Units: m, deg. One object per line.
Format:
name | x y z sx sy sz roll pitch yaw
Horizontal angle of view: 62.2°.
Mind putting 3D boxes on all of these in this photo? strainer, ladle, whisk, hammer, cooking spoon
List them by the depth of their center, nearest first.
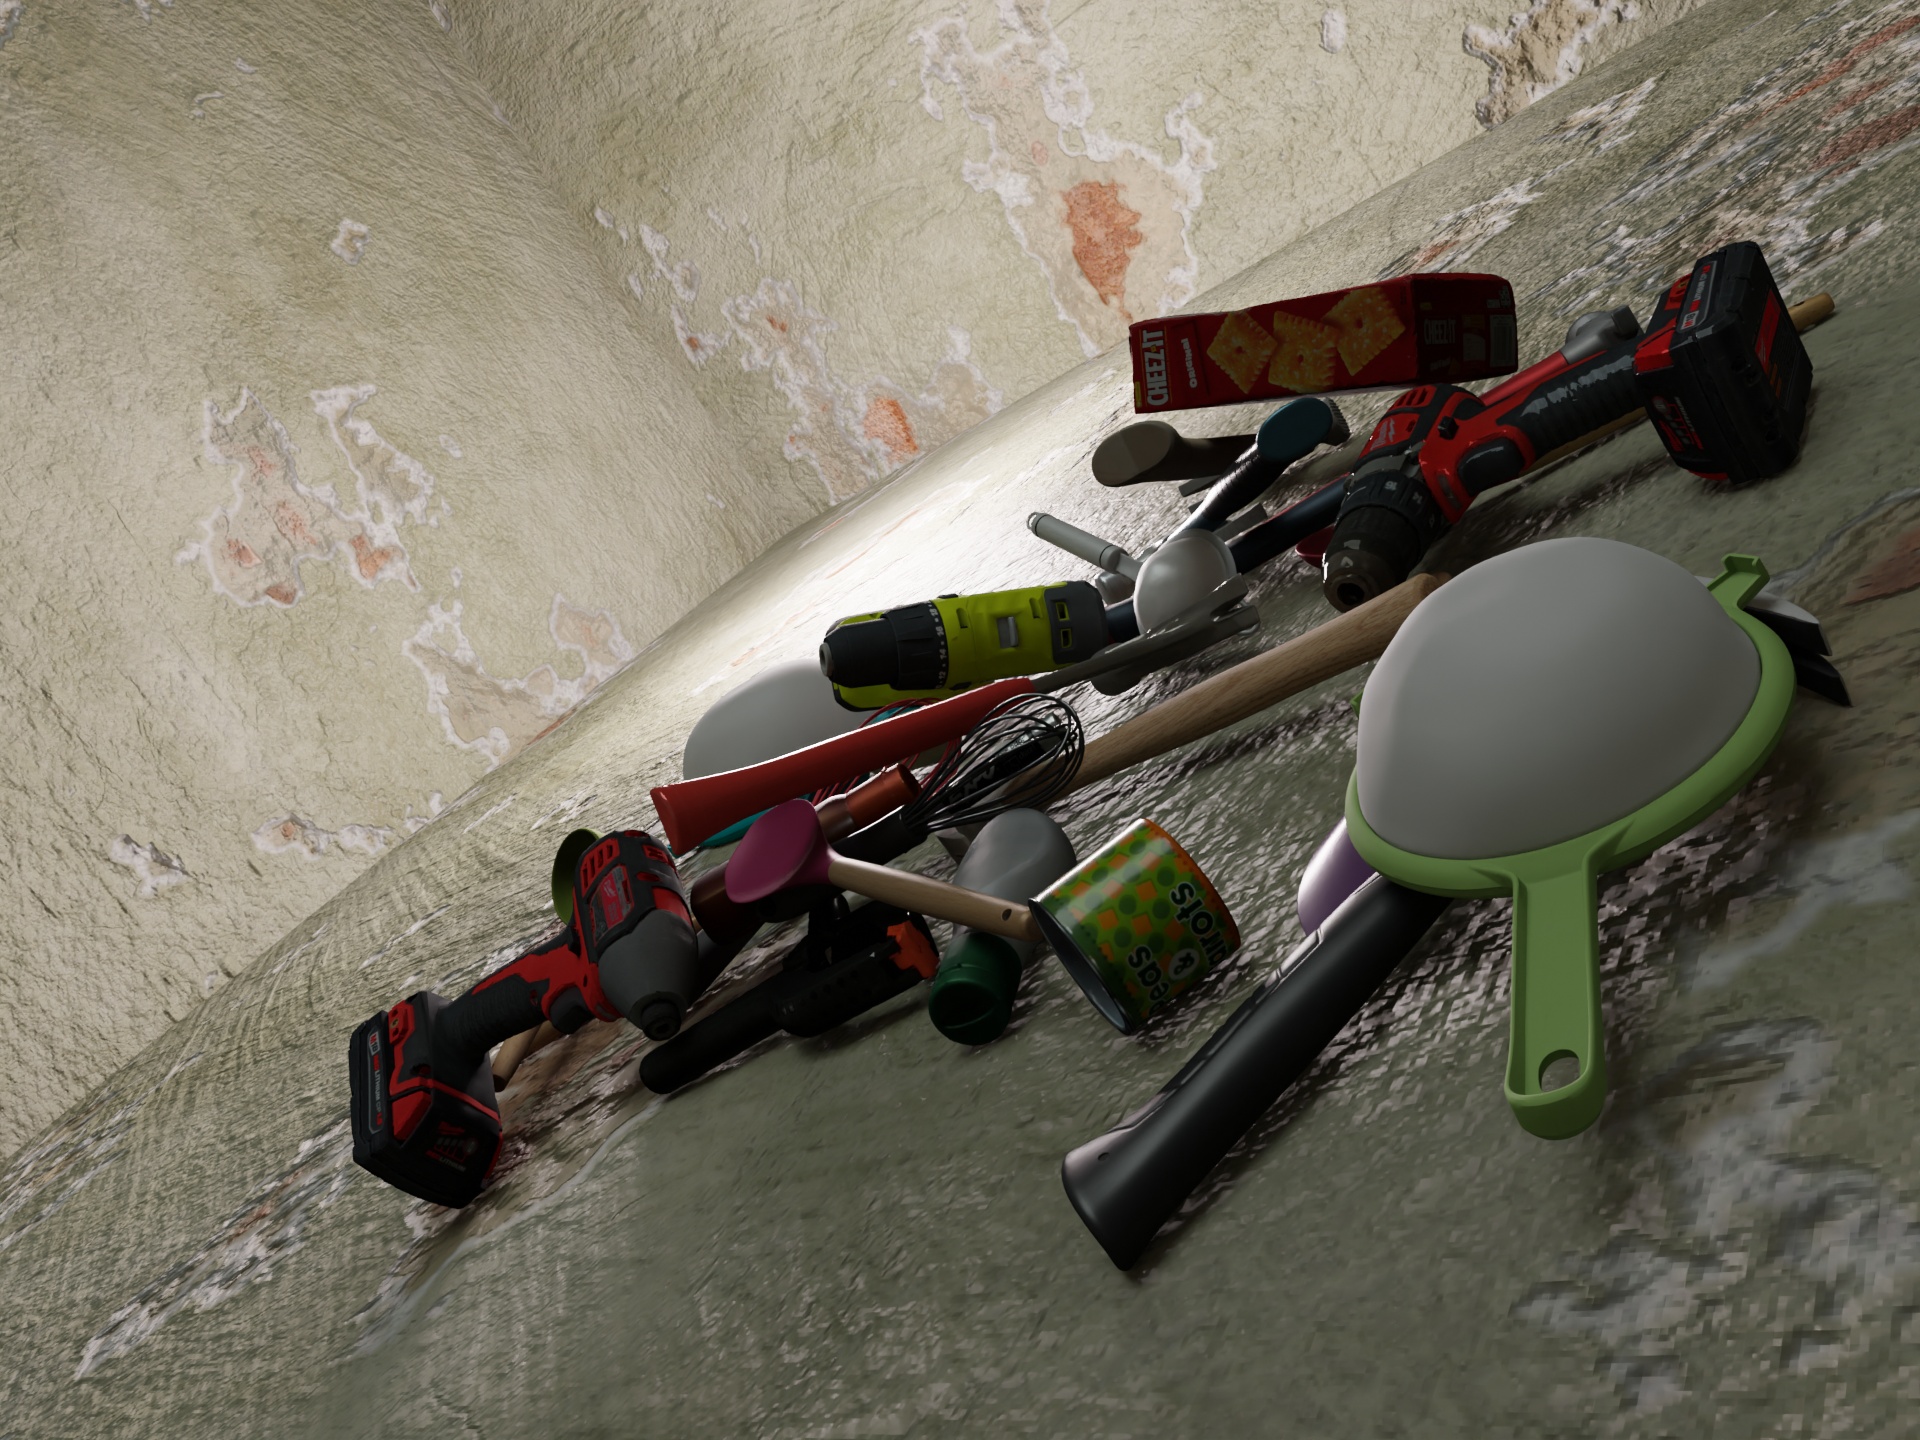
strainer | 0.170 0.013 0.484 0.151 0.069 0.256 -22 22 30
hammer | 0.160 0.058 0.548 0.335 0.035 0.146 -41 22 -19
cooking spoon | -0.049 0.080 0.799 0.069 0.017 0.319 -59 27 -15
hammer | 0.108 0.005 0.844 0.331 0.031 0.130 -28 15 40
whisk | -0.028 0.054 0.859 0.239 0.055 0.055 -32 13 28
hammer | -0.001 -0.003 0.887 0.359 0.037 0.149 -20 -6 -31
ladle | 0.343 -0.161 0.919 0.315 0.031 0.069 -28 17 18
hammer | 0.251 -0.146 1.023 0.386 0.038 0.143 -31 3 20
whisk | -0.102 0.090 1.033 0.296 0.073 0.073 -45 16 -21
hammer | 0.177 -0.147 1.068 0.128 0.033 0.331 -31 -3 -9
strainer | 0.106 -0.105 1.072 0.259 0.050 0.087 37 109 56
ladle | -0.294 0.166 1.126 0.078 0.062 0.320 -61 8 18
hammer | 0.168 -0.182 1.133 0.146 0.038 0.410 -28 -3 26
strainer | -0.117 -0.015 1.348 0.340 0.095 0.211 -28 15 31

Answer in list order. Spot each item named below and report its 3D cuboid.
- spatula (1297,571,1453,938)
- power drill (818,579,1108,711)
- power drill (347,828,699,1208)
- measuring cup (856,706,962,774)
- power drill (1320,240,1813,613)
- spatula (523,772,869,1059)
spatula | 0.197 0.004 0.708 0.060 0.018 0.316 -22 19 32
power drill | -0.022 -0.051 1.131 0.190 0.080 0.228 -9 1 -17
power drill | -0.243 0.173 0.914 0.219 0.078 0.143 -38 41 8
measuring cup | 0.007 0.004 1.136 0.167 0.038 0.083 -14 6 10
power drill | 0.294 -0.137 0.807 0.227 0.080 0.188 -18 25 42
spatula | -0.190 0.135 1.104 0.317 0.044 0.082 -36 -21 4
